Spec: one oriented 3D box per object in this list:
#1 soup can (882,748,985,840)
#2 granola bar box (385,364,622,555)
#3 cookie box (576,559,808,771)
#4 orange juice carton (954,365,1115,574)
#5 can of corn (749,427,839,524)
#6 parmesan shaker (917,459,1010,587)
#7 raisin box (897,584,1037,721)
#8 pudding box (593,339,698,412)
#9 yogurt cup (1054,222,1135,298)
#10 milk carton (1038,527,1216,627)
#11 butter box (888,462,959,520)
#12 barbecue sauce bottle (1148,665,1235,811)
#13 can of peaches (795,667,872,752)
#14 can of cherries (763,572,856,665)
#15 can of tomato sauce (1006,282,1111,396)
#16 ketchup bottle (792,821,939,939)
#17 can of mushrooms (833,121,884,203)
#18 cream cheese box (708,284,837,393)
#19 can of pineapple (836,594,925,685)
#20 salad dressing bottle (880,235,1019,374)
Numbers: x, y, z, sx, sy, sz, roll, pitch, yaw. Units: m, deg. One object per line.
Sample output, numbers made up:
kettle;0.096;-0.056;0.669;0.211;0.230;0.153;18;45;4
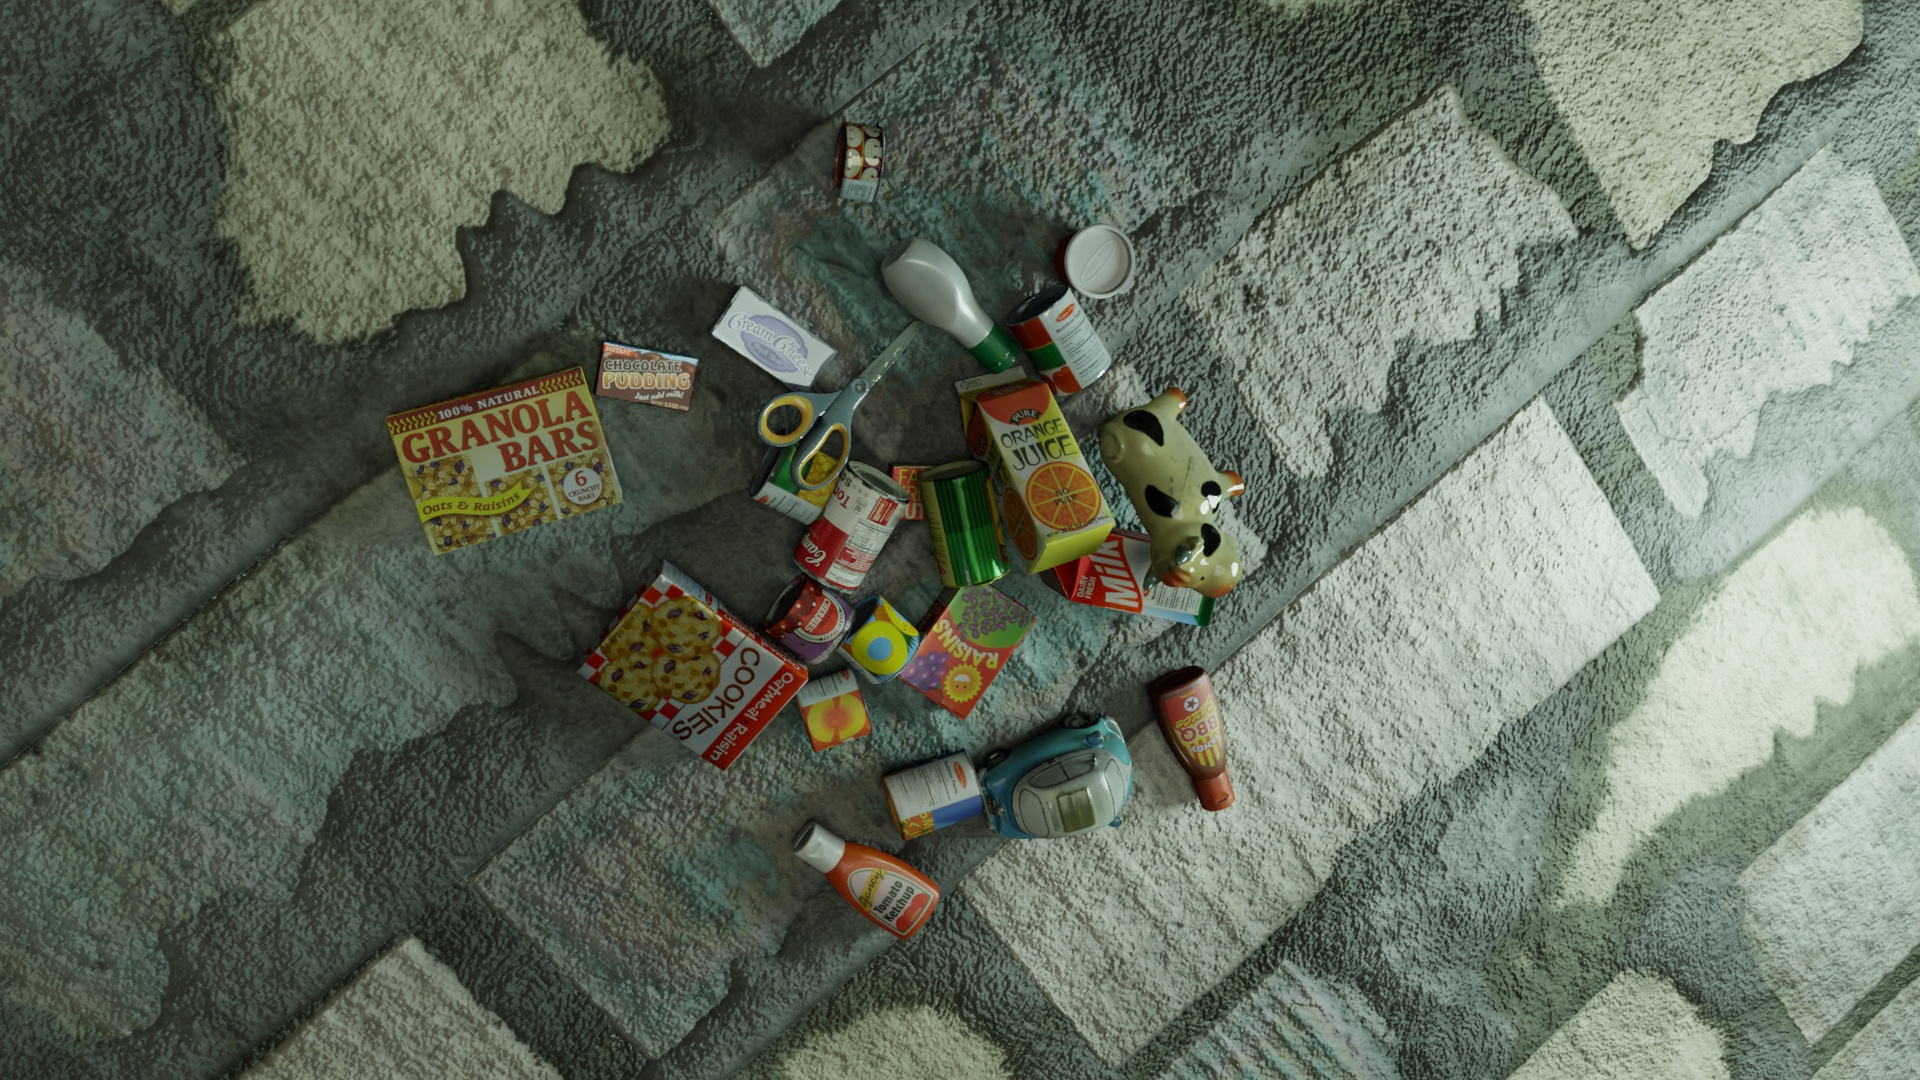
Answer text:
soup can;-0.026;0.247;1.342;0.084;0.071;0.071;-17;105;-11
granola bar box;-0.388;-0.070;1.192;0.166;0.039;0.124;-17;105;-12
cookie box;-0.240;0.115;1.259;0.167;0.040;0.122;39;102;-19
orange juice carton;0.063;-0.074;1.271;0.072;0.072;0.193;-18;70;-17
can of corn;-0.148;-0.057;1.248;0.058;0.071;0.071;28;93;-19
parmesan shaker;0.005;-0.016;1.268;0.071;0.071;0.102;-16;106;-12
raisin box;0.003;0.098;1.334;0.086;0.040;0.123;35;91;-20
pudding box;-0.274;-0.144;1.214;0.084;0.030;0.049;10;97;-17
yogurt cup;0.121;-0.259;1.288;0.072;0.054;0.072;-3;102;-15
milk carton;0.151;0.026;1.344;0.191;0.072;0.073;11;97;-18
butter box;-0.018;-0.046;1.307;0.104;0.024;0.053;0;100;-16
barbecue sauce bottle;0.242;0.205;1.419;0.065;0.044;0.148;-24;106;-11
can of peaches;-0.119;0.161;1.298;0.058;0.071;0.071;-17;105;-11
can of cherries;-0.137;0.071;1.273;0.058;0.071;0.071;39;89;-18
can of tomato sauce;0.091;-0.185;1.288;0.071;0.071;0.083;-37;112;-6
ketchup bottle;-0.094;0.325;1.349;0.148;0.043;0.064;37;90;-18
can of mushrooms;-0.089;-0.332;1.210;0.033;0.071;0.071;4;100;-15
cream cheese box;-0.168;-0.177;1.240;0.104;0.024;0.053;34;90;-19
can of pineapple;-0.078;0.091;1.296;0.071;0.071;0.058;-46;109;-3
salad dressing bottle;-0.007;-0.211;1.263;0.147;0.064;0.044;42;43;-25
